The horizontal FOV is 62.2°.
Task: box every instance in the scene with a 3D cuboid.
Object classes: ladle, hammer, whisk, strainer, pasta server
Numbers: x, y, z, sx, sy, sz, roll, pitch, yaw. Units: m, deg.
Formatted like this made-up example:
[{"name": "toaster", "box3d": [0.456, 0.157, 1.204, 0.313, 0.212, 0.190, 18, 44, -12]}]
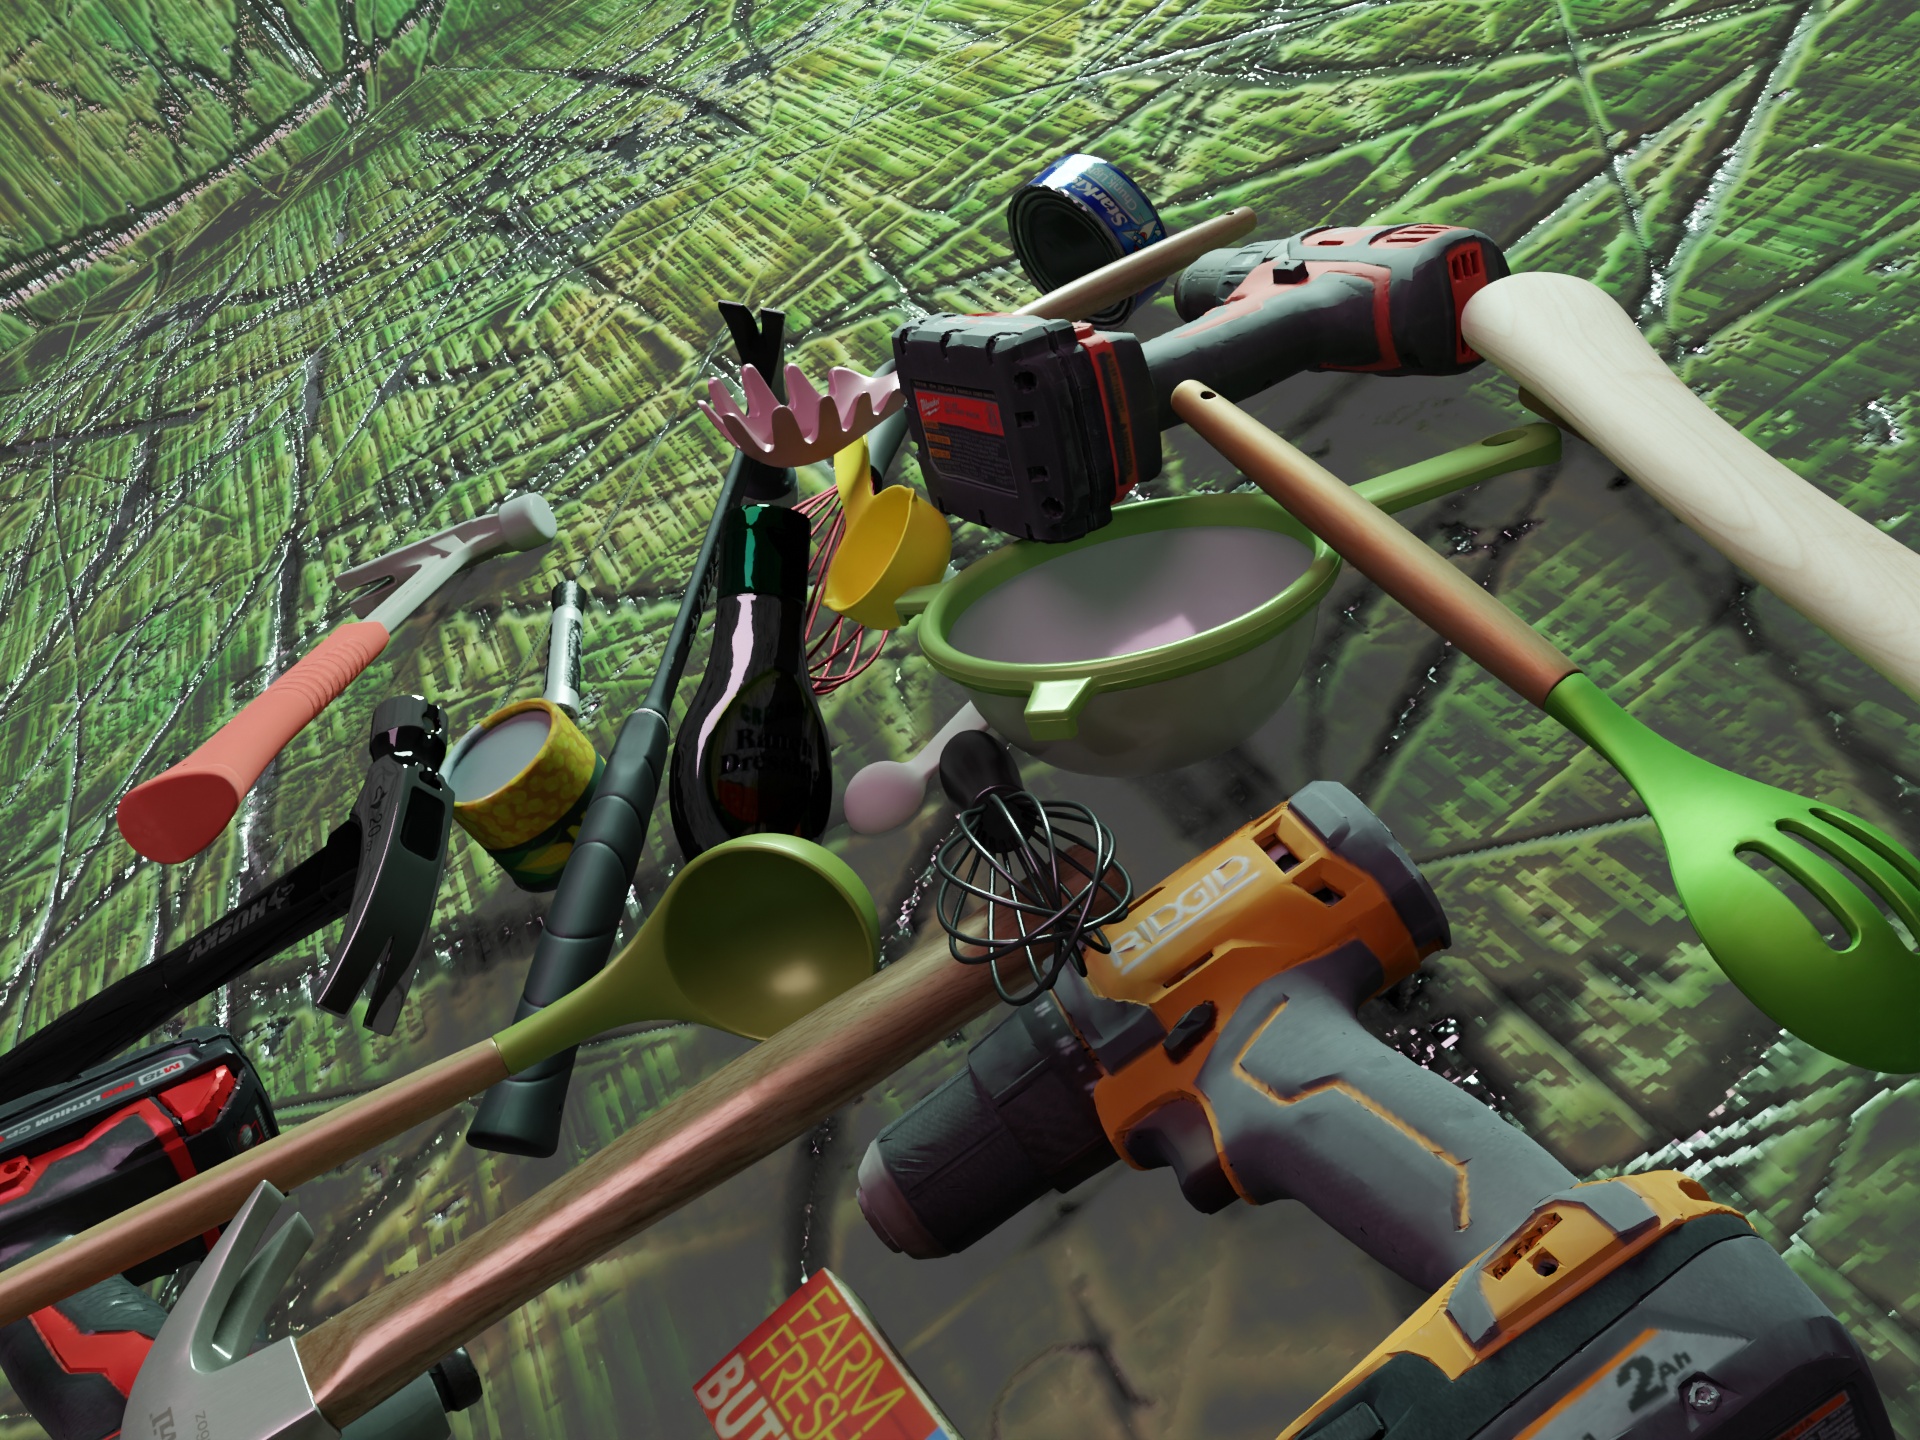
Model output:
[{"name": "ladle", "box3d": [-0.173, 0.125, 0.516, 0.320, 0.078, 0.062, -25, 15, -18]}, {"name": "hammer", "box3d": [-0.127, -0.009, 0.675, 0.036, 0.149, 0.409, 10, 53, 2]}, {"name": "hammer", "box3d": [-0.328, -0.028, 0.821, 0.149, 0.036, 0.359, -20, 22, 14]}, {"name": "hammer", "box3d": [-0.351, 0.122, 0.699, 0.335, 0.035, 0.146, -30, 46, 21]}, {"name": "whisk", "box3d": [0.013, 0.034, 0.511, 0.055, 0.055, 0.239, -32, 11, 1]}, {"name": "strainer", "box3d": [0.113, -0.041, 0.580, 0.256, 0.069, 0.152, -21, 24, -13]}, {"name": "whisk", "box3d": [-0.054, -0.107, 0.772, 0.073, 0.073, 0.296, -16, 33, 21]}, {"name": "hammer", "box3d": [-0.087, 0.130, 0.482, 0.331, 0.031, 0.130, -30, 42, -19]}, {"name": "pasta server", "box3d": [0.023, -0.184, 0.724, 0.316, 0.040, 0.060, -31, 39, -26]}, {"name": "hammer", "box3d": [0.238, -0.040, 0.444, 0.146, 0.038, 0.411, -15, 36, -3]}]

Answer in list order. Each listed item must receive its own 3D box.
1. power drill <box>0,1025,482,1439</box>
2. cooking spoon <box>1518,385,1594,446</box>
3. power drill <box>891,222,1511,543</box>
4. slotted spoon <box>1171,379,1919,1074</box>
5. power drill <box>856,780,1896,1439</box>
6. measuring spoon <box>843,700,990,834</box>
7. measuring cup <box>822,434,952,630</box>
[{"name": "power drill", "box3d": [-0.259, 0.201, 0.532, 0.143, 0.078, 0.220, -22, 33, -29]}, {"name": "cooking spoon", "box3d": [0.278, -0.052, 0.495, 0.069, 0.017, 0.319, -30, 37, -4]}, {"name": "power drill", "box3d": [0.088, -0.156, 0.668, 0.226, 0.080, 0.188, -23, 24, -20]}, {"name": "slotted spoon", "box3d": [0.157, -0.023, 0.469, 0.070, 0.031, 0.314, -21, 48, -22]}, {"name": "power drill", "box3d": [0.075, 0.126, 0.393, 0.185, 0.084, 0.226, -35, 33, 0]}, {"name": "measuring spoon", "box3d": [-0.001, -0.002, 0.642, 0.124, 0.018, 0.034, -43, 37, -15]}, {"name": "measuring cup", "box3d": [-0.034, -0.090, 0.678, 0.062, 0.029, 0.157, -49, 28, 22]}]
